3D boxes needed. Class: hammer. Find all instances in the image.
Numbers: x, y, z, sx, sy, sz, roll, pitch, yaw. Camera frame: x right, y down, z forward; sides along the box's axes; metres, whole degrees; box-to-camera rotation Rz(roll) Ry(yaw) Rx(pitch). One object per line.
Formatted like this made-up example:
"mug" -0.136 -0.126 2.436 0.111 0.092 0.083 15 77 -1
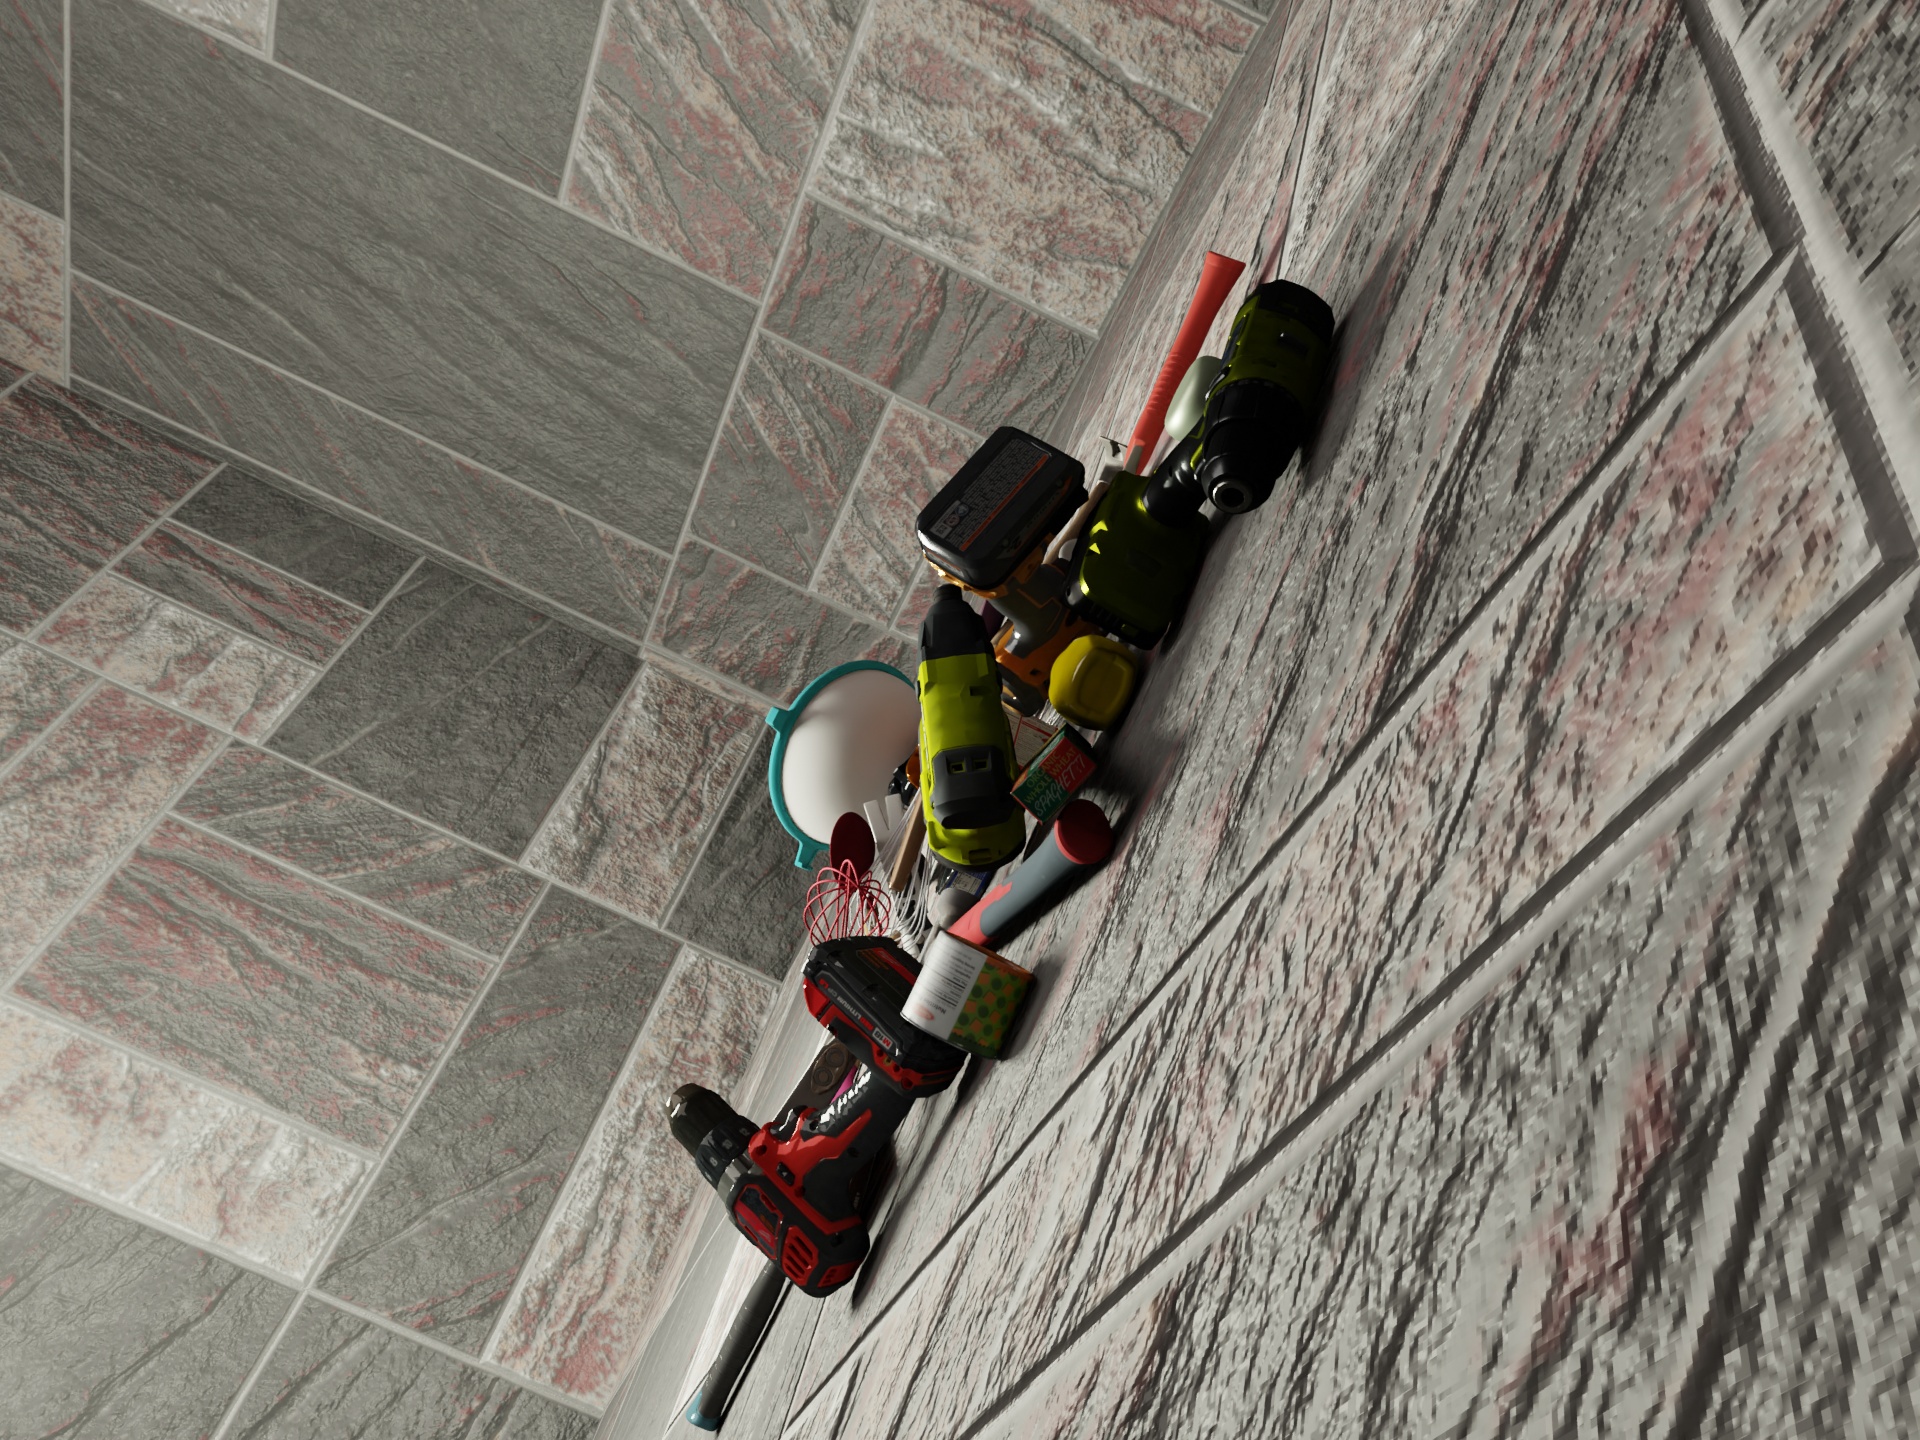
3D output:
"hammer" 0.170 -0.259 1.417 0.149 0.037 0.359 73 -139 -73
"hammer" 0.022 0.146 1.107 0.386 0.038 0.143 126 167 -66
"hammer" -0.089 0.263 1.357 0.146 0.038 0.410 -58 -3 2
"hammer" -0.161 0.479 1.385 0.331 0.033 0.128 -64 6 9
"hammer" -0.053 0.149 1.609 0.335 0.035 0.146 84 170 -87
"hammer" 0.093 -0.149 1.444 0.331 0.031 0.130 -57 -15 -45

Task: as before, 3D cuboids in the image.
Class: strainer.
"strainer" -0.042 0.024 1.699 0.340 0.095 0.210 -27 -57 -33

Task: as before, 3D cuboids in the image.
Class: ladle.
"ladle" -0.087 0.187 1.518 0.315 0.031 0.069 84 -157 -54

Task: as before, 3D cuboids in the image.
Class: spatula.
"spatula" -0.002 -0.004 1.350 0.059 0.018 0.316 53 -125 -66

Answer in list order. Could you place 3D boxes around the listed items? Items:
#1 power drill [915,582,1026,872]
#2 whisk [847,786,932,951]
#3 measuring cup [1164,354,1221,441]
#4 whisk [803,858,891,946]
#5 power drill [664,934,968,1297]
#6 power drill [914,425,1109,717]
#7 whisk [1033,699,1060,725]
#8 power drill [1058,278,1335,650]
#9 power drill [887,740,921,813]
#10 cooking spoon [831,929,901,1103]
"power drill" 0.004 0.014 1.166 0.223 0.080 0.171 84 179 -70
"whisk" -0.029 0.075 1.402 0.070 0.070 0.284 -134 64 -85
"measuring cup" 0.185 -0.247 1.354 0.083 0.038 0.167 -67 6 -29
"whisk" -0.103 0.199 1.365 0.295 0.073 0.073 104 -172 -60
"power drill" -0.105 0.258 1.105 0.080 0.188 0.226 6 -63 -56
"power drill" 0.069 -0.124 1.208 0.185 0.084 0.226 -49 -32 -12
"whisk" 0.040 0.043 1.437 0.059 0.058 0.246 -16 -41 -48
"power drill" 0.150 -0.149 1.017 0.228 0.080 0.191 -55 10 49
"power drill" 0.014 0.005 1.527 0.226 0.084 0.164 -58 -5 39
"cooking spoon" -0.105 0.333 1.619 0.068 0.017 0.319 -59 8 41
